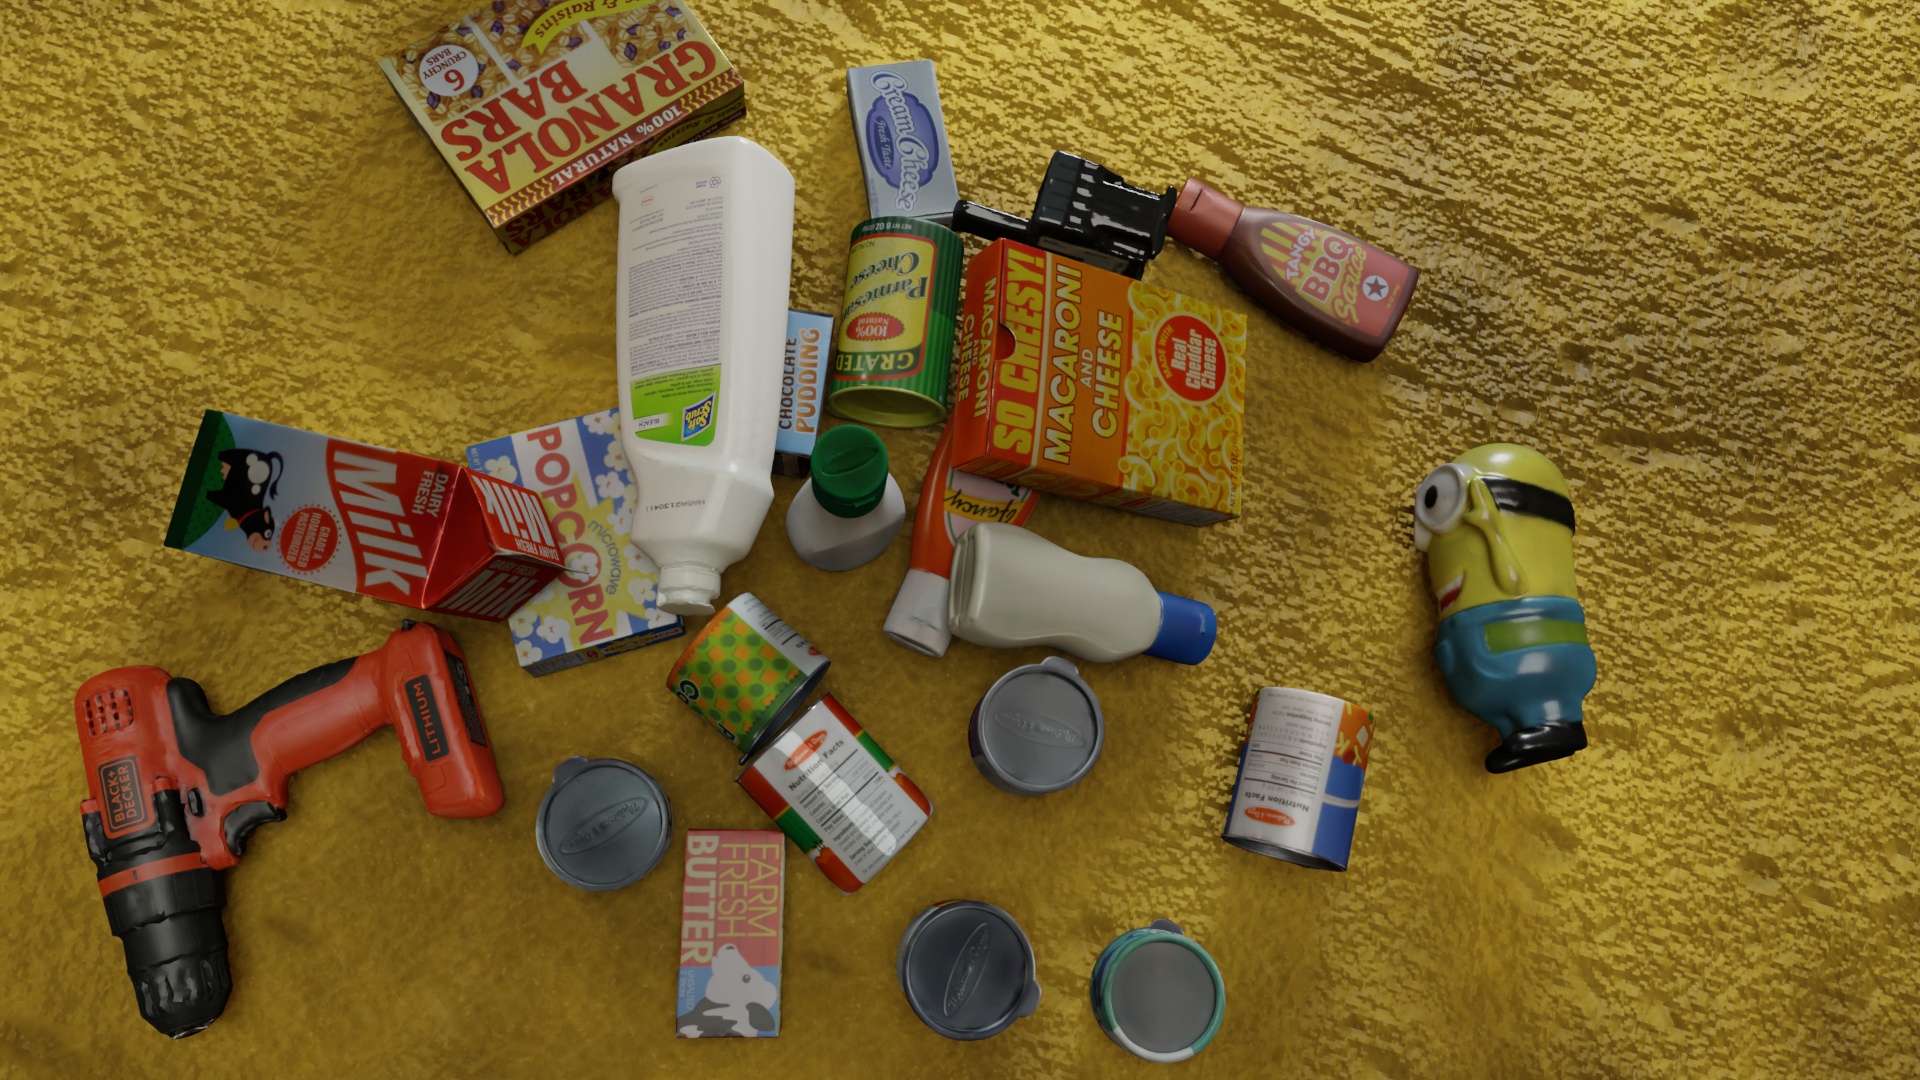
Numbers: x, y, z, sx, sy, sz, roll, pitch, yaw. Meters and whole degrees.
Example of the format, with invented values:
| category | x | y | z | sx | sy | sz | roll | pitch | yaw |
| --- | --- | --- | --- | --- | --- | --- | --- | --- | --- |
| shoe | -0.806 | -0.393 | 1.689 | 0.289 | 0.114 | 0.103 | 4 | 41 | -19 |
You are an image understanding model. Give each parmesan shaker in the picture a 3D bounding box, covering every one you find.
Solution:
| category | x | y | z | sx | sy | sz | roll | pitch | yaw |
| --- | --- | --- | --- | --- | --- | --- | --- | --- | --- |
| parmesan shaker | -0.038 | -0.122 | 0.780 | 0.071 | 0.071 | 0.103 | 7 | 76 | -4 |

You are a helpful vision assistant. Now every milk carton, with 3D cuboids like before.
| category | x | y | z | sx | sy | sz | roll | pitch | yaw |
| --- | --- | --- | --- | --- | --- | --- | --- | --- | --- |
| milk carton | -0.285 | -0.007 | 0.694 | 0.191 | 0.072 | 0.073 | 12 | 84 | 13 |

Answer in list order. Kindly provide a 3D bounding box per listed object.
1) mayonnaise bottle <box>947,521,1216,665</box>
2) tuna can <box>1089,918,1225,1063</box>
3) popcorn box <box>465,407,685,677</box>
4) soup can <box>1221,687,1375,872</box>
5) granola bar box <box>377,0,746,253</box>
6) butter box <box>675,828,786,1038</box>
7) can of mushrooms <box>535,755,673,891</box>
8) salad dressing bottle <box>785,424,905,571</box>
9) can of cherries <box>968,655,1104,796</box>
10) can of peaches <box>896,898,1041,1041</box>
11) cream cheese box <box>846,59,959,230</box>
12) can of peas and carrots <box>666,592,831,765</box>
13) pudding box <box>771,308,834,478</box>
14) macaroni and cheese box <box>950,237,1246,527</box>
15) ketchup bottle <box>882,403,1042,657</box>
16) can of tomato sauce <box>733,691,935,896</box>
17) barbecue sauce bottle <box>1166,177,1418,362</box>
| category | x | y | z | sx | sy | sz | roll | pitch | yaw |
| --- | --- | --- | --- | --- | --- | --- | --- | --- | --- |
| mayonnaise bottle | 0.067 | 0.036 | 0.745 | 0.148 | 0.041 | 0.065 | 15 | 68 | -23 |
| tuna can | 0.104 | 0.235 | 0.727 | 0.071 | 0.032 | 0.071 | 1 | 77 | -6 |
| popcorn box | -0.206 | 0.000 | 0.746 | 0.085 | 0.038 | 0.127 | -16 | 79 | -10 |
| soup can | 0.183 | 0.129 | 0.746 | 0.071 | 0.071 | 0.084 | 17 | 75 | -2 |
| granola bar box | -0.227 | -0.261 | 0.805 | 0.166 | 0.039 | 0.124 | -35 | 82 | -13 |
| butter box | -0.117 | 0.201 | 0.716 | 0.053 | 0.024 | 0.103 | 1 | 77 | -6 |
| can of mushrooms | -0.184 | 0.145 | 0.717 | 0.071 | 0.033 | 0.071 | 1 | 77 | -5 |
| salad dressing bottle | -0.058 | -0.021 | 0.711 | 0.064 | 0.147 | 0.044 | -22 | 80 | -11 |
| can of cherries | 0.040 | 0.100 | 0.739 | 0.071 | 0.058 | 0.071 | 1 | 77 | -5 |
| can of peaches | 0.003 | 0.218 | 0.708 | 0.071 | 0.058 | 0.071 | 2 | 77 | -6 |
| cream cheese box | -0.035 | -0.233 | 0.827 | 0.053 | 0.024 | 0.104 | -8 | 78 | -8 |
| can of peas and carrots | -0.112 | 0.072 | 0.726 | 0.059 | 0.070 | 0.071 | 40 | 76 | 5 |
| pudding box | -0.091 | -0.081 | 0.772 | 0.030 | 0.049 | 0.084 | 9 | 77 | -7 |
| macaroni and cheese box | 0.081 | -0.084 | 0.765 | 0.166 | 0.040 | 0.124 | 12 | 74 | -27 |
| ketchup bottle | 0.003 | -0.010 | 0.768 | 0.065 | 0.043 | 0.149 | 26 | 76 | -9 |
| can of tomato sauce | -0.064 | 0.130 | 0.717 | 0.071 | 0.071 | 0.083 | -43 | 88 | -13 |
| barbecue sauce bottle | 0.192 | -0.166 | 0.826 | 0.148 | 0.043 | 0.065 | 28 | 77 | 1 |
